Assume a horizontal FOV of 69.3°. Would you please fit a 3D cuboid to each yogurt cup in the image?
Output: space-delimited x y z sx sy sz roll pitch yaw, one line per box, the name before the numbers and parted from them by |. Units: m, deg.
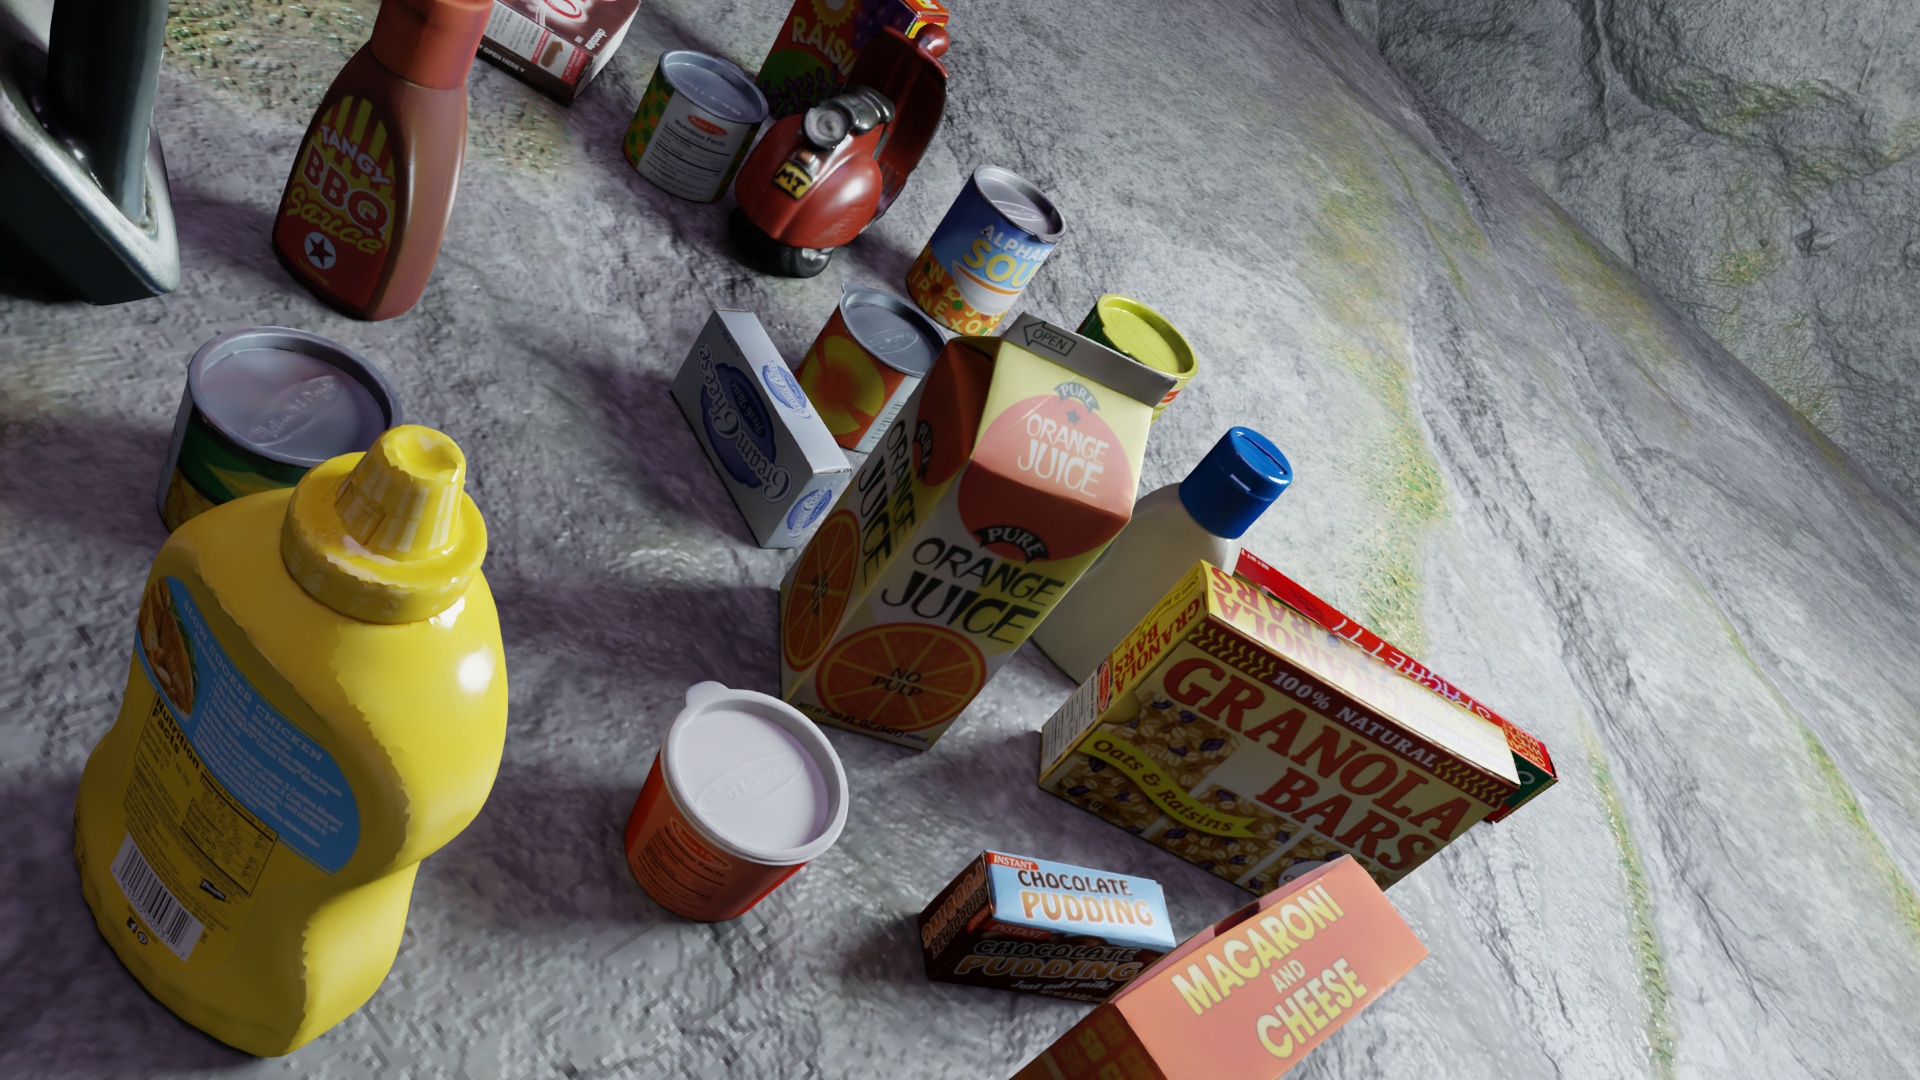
yogurt cup | -0.080 0.094 0.477 0.072 0.053 0.073 24 36 -19

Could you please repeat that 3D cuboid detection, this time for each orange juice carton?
orange juice carton | 0.002 -0.007 0.545 0.072 0.191 0.073 20 38 -25

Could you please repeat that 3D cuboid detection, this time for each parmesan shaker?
parmesan shaker | 0.073 -0.077 0.771 0.071 0.102 0.072 24 36 -19

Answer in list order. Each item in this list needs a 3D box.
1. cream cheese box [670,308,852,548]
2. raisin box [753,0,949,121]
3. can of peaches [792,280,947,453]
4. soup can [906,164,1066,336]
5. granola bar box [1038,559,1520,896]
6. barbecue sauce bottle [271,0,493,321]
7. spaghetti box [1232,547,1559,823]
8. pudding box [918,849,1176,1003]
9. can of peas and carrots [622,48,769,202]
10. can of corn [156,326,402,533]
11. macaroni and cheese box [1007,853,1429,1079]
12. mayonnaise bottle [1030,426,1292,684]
cream cheese box | -0.093 -0.051 0.635 0.024 0.053 0.104 -5 53 -45
raisin box | -0.074 -0.314 0.896 0.086 0.122 0.040 48 35 14
can of peaches | -0.048 -0.089 0.715 0.071 0.057 0.071 24 36 -19
soup can | 0.016 -0.174 0.850 0.071 0.083 0.072 24 36 -19
granola bar box | 0.136 0.095 0.608 0.165 0.123 0.039 28 35 -14
barbecue sauce bottle | -0.228 -0.161 0.556 0.065 0.147 0.044 39 34 2
spaghetti box | 0.217 0.076 0.770 0.250 0.050 0.029 32 34 -9
pudding box | 0.033 0.146 0.522 0.084 0.049 0.030 18 39 -27
can of peas and carrots | -0.152 -0.238 0.795 0.071 0.058 0.071 24 36 -19
can of corn | -0.232 -0.029 0.478 0.071 0.058 0.071 24 36 -19
macaroni and cheese box | 0.042 0.164 0.405 0.124 0.165 0.040 -10 56 -48
mayonnaise bottle | 0.095 0.010 0.650 0.065 0.147 0.041 41 34 4
